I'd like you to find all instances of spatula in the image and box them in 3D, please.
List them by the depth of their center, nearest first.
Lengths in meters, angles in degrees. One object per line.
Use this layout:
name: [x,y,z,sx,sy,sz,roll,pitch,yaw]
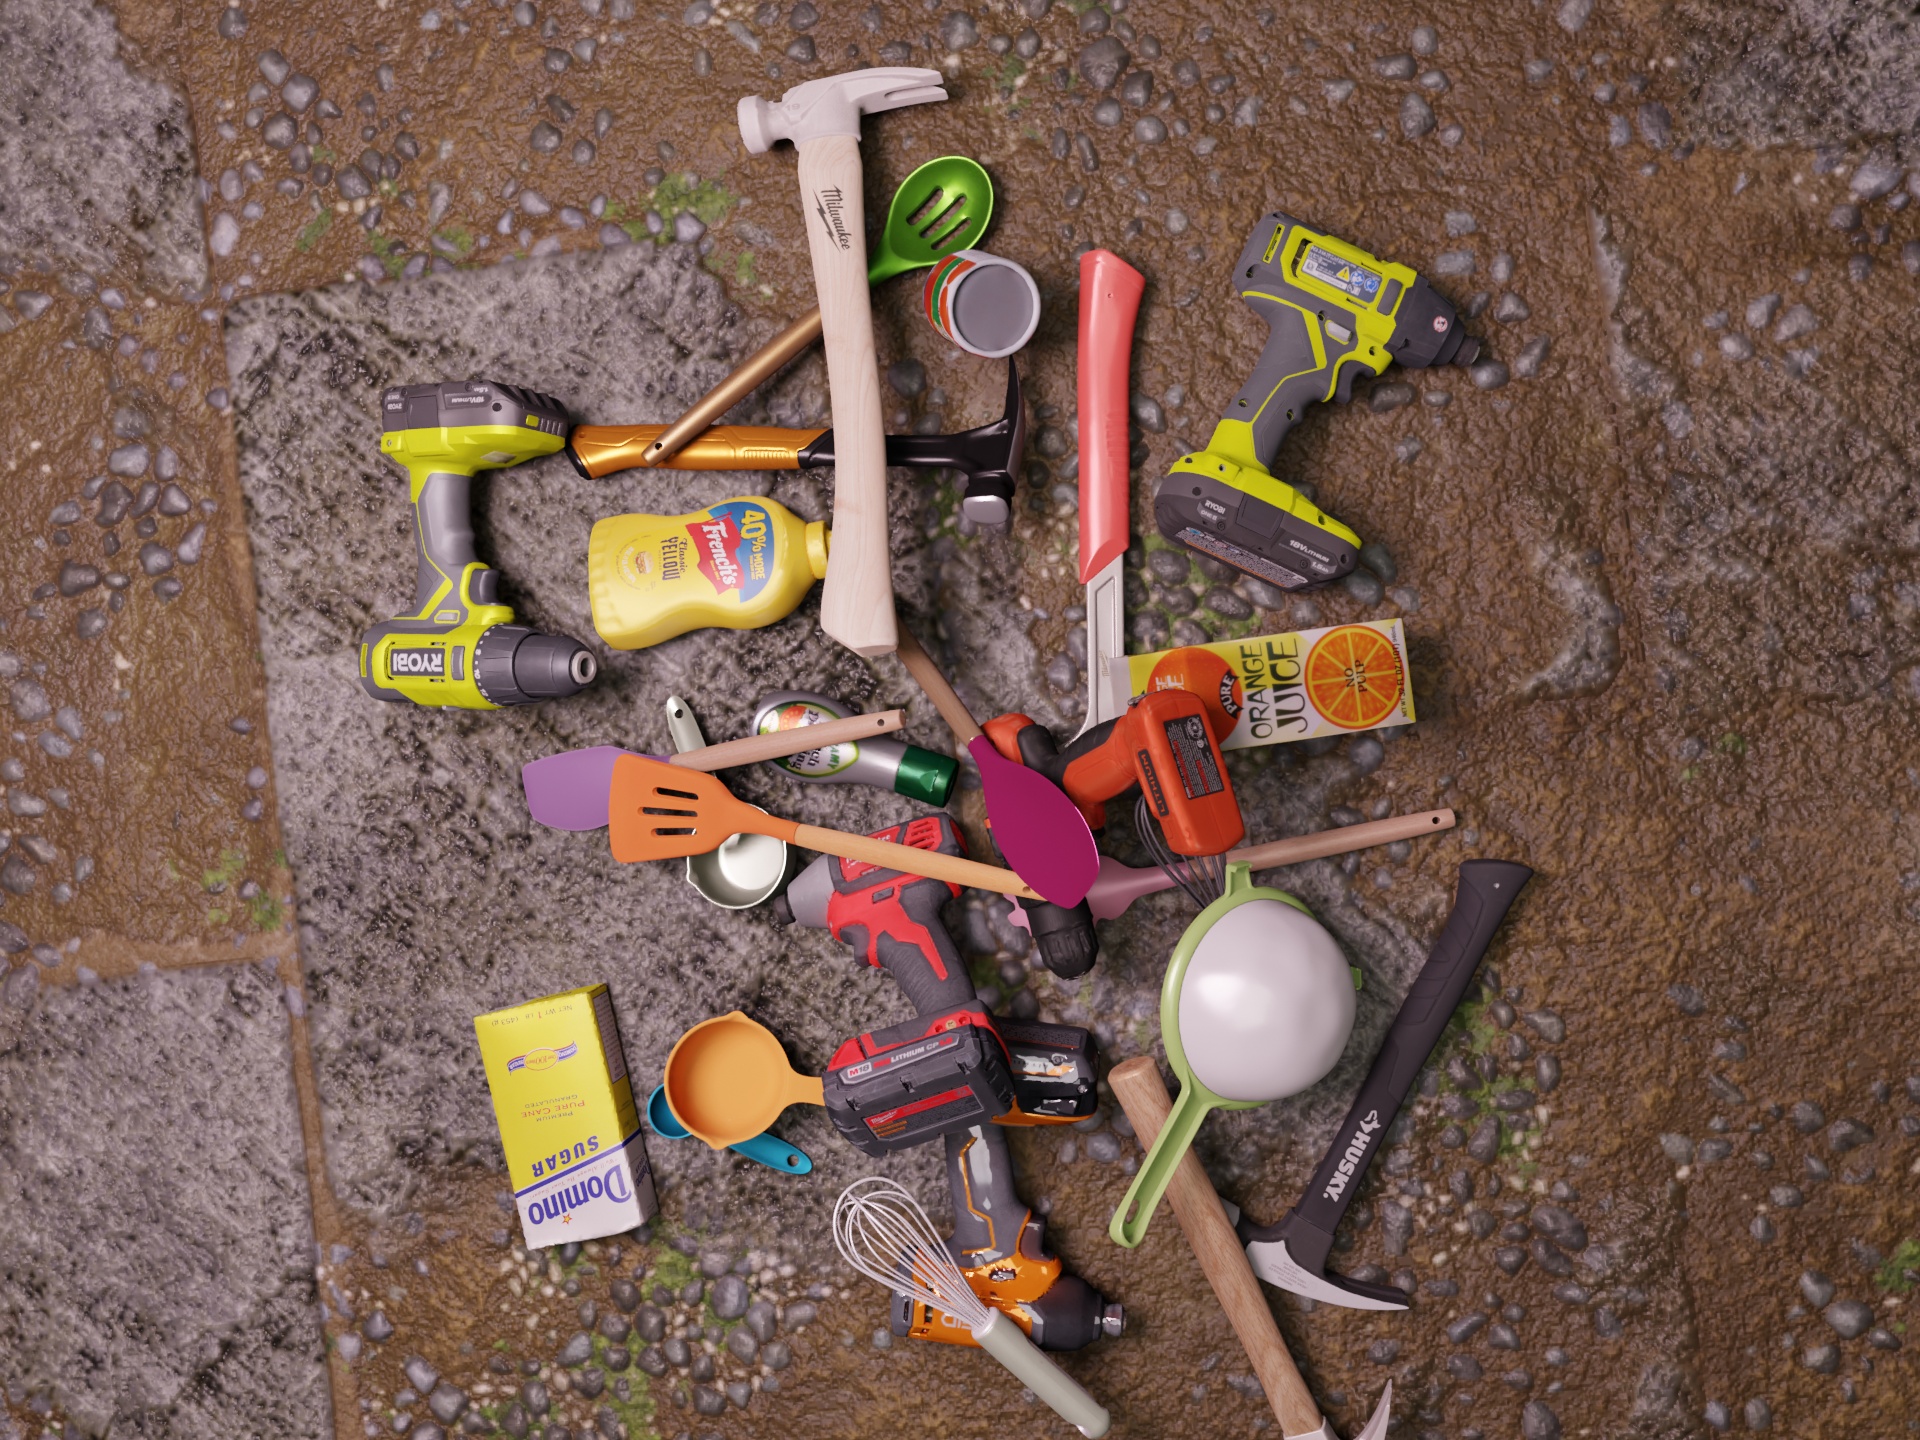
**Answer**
spatula: [-0.092,0.085,1.077,0.323,0.041,0.081,10,104,22]
spatula: [-0.181,0.030,1.128,0.316,0.018,0.060,-12,92,23]

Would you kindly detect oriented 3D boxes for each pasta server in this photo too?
pasta server: [0.185,0.099,1.111,0.316,0.040,0.060,-12,89,4]

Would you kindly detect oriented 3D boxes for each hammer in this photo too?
hammer: [-0.065,-0.247,1.075,0.146,0.038,0.411,-7,78,10]
hammer: [0.187,0.379,1.077,0.130,0.031,0.331,-24,94,19]
hammer: [0.302,0.244,1.090,0.146,0.035,0.335,27,94,7]
hammer: [0.091,-0.145,1.114,0.149,0.036,0.359,-1,91,8]
hammer: [-0.121,-0.200,1.130,0.337,0.034,0.127,2,61,13]

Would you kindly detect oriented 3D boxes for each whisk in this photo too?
whisk: [0.011,0.394,1.057,0.246,0.058,0.059,44,66,-8]
whisk: [0.177,0.135,1.079,0.055,0.055,0.238,-25,106,7]

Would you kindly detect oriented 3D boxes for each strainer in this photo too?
strainer: [0.180,0.229,1.020,0.151,0.069,0.256,43,70,-27]

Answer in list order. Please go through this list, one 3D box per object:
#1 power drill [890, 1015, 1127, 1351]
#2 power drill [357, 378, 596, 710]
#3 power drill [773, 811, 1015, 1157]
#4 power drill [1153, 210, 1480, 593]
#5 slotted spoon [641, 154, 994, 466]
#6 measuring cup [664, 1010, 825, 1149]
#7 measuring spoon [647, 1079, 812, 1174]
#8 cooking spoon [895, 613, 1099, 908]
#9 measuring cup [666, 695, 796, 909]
power drill: [0.042,0.328,1.105,0.164,0.084,0.226,6,96,7]
power drill: [-0.339,-0.120,1.133,0.190,0.080,0.228,2,91,27]
power drill: [-0.049,0.169,1.068,0.143,0.078,0.220,-19,47,5]
power drill: [0.238,-0.206,1.065,0.171,0.080,0.223,24,86,-4]
slotted spoon: [-0.102,-0.284,1.122,0.314,0.031,0.070,-41,85,-3]
measuring cup: [-0.124,0.262,1.141,0.173,0.052,0.095,8,78,-7]
measuring spoon: [-0.168,0.302,1.166,0.128,0.021,0.042,25,79,-2]
cooking spoon: [-0.002,-0.003,1.068,0.319,0.017,0.068,54,127,31]
measuring cup: [-0.173,0.058,1.155,0.083,0.038,0.168,-27,75,10]
